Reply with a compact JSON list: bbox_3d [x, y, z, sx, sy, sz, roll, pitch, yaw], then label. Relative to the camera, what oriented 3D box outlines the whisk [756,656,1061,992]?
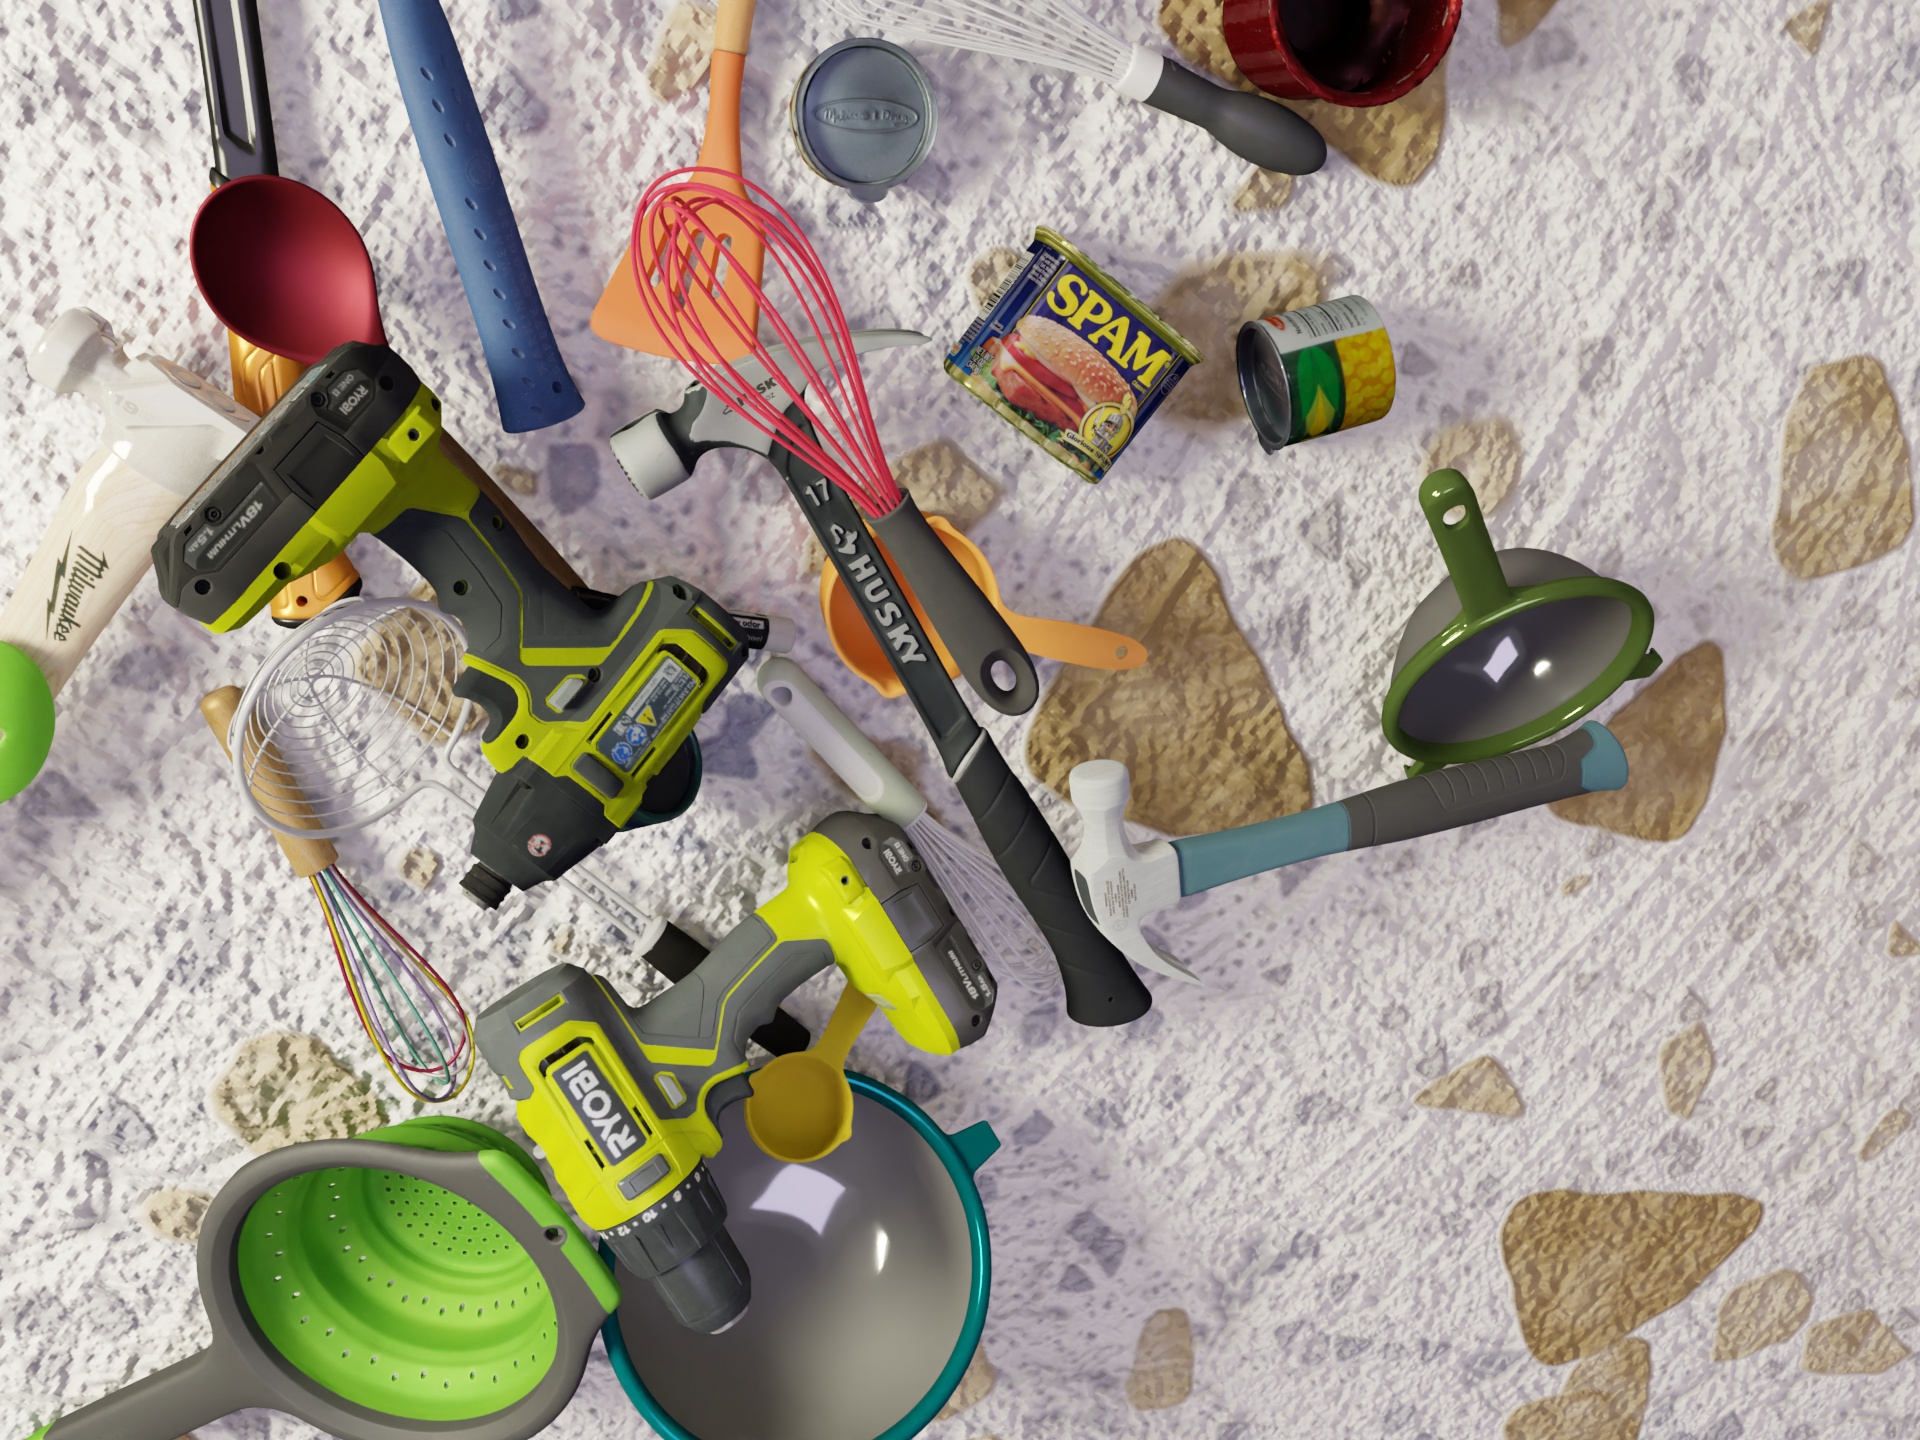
[{"bbox_3d":[-0.023,0.058,0.856,0.058,0.059,0.246,-32,111,30],"label":"whisk"}]

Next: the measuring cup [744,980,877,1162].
[{"bbox_3d":[-0.065,0.168,0.867,0.062,0.029,0.157,31,64,-3],"label":"measuring cup"}]

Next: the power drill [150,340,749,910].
[{"bbox_3d":[-0.221,-0.036,0.689,0.223,0.080,0.171,44,74,-28],"label":"power drill"}]

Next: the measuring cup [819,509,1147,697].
[{"bbox_3d":[0.011,-0.056,0.820,0.173,0.052,0.095,11,107,-18],"label":"measuring cup"}]

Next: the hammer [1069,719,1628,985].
[{"bbox_3d":[0.215,0.052,0.849,0.331,0.033,0.128,-12,111,-17],"label":"hammer"}]

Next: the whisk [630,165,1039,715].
[{"bbox_3d":[-0.043,-0.108,0.693,0.073,0.073,0.295,-35,121,1],"label":"whisk"}]

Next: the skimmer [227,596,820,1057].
[{"bbox_3d":[-0.195,0.080,0.799,0.363,0.090,0.127,43,77,-23],"label":"skimmer"}]

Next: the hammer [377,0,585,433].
[{"bbox_3d":[-0.239,-0.315,0.653,0.035,0.144,0.405,4,122,30],"label":"hammer"}]

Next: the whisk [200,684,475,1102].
[{"bbox_3d":[-0.314,0.091,0.810,0.047,0.051,0.244,-31,110,-23],"label":"whisk"}]

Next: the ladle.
[{"bbox_3d":[-0.228,-0.113,0.740,0.069,0.031,0.315,-41,122,-7],"label":"ladle"}]

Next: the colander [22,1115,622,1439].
[{"bbox_3d":[-0.349,0.314,0.860,0.397,0.094,0.204,-28,107,18],"label":"colander"}]

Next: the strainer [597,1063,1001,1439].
[{"bbox_3d":[-0.107,0.360,0.859,0.211,0.095,0.340,15,71,-9],"label":"strainer"}]

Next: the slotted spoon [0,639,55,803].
[{"bbox_3d":[-0.495,0.098,0.729,0.070,0.031,0.313,27,108,-16],"label":"slotted spoon"}]

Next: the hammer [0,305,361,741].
[{"bbox_3d":[-0.446,0.017,0.734,0.146,0.038,0.410,36,103,-19],"label":"hammer"}]

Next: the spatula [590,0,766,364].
[{"bbox_3d":[-0.101,-0.324,0.706,0.081,0.041,0.322,13,105,9],"label":"spatula"}]

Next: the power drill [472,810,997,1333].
[{"bbox_3d":[-0.099,0.169,0.794,0.228,0.080,0.190,-33,96,-22],"label":"power drill"}]

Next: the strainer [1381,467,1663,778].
[{"bbox_3d":[0.267,-0.069,0.826,0.151,0.069,0.256,-28,143,14],"label":"strainer"}]

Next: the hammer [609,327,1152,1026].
[{"bbox_3d":[-0.001,-0.003,0.789,0.149,0.036,0.408,-31,114,-1],"label":"hammer"}]

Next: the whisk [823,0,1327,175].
[{"bbox_3d":[0.055,-0.314,0.737,0.284,0.070,0.070,16,105,-22],"label":"whisk"}]

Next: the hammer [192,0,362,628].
[{"bbox_3d":[-0.320,-0.204,0.704,0.127,0.034,0.336,-5,110,-12],"label":"hammer"}]
